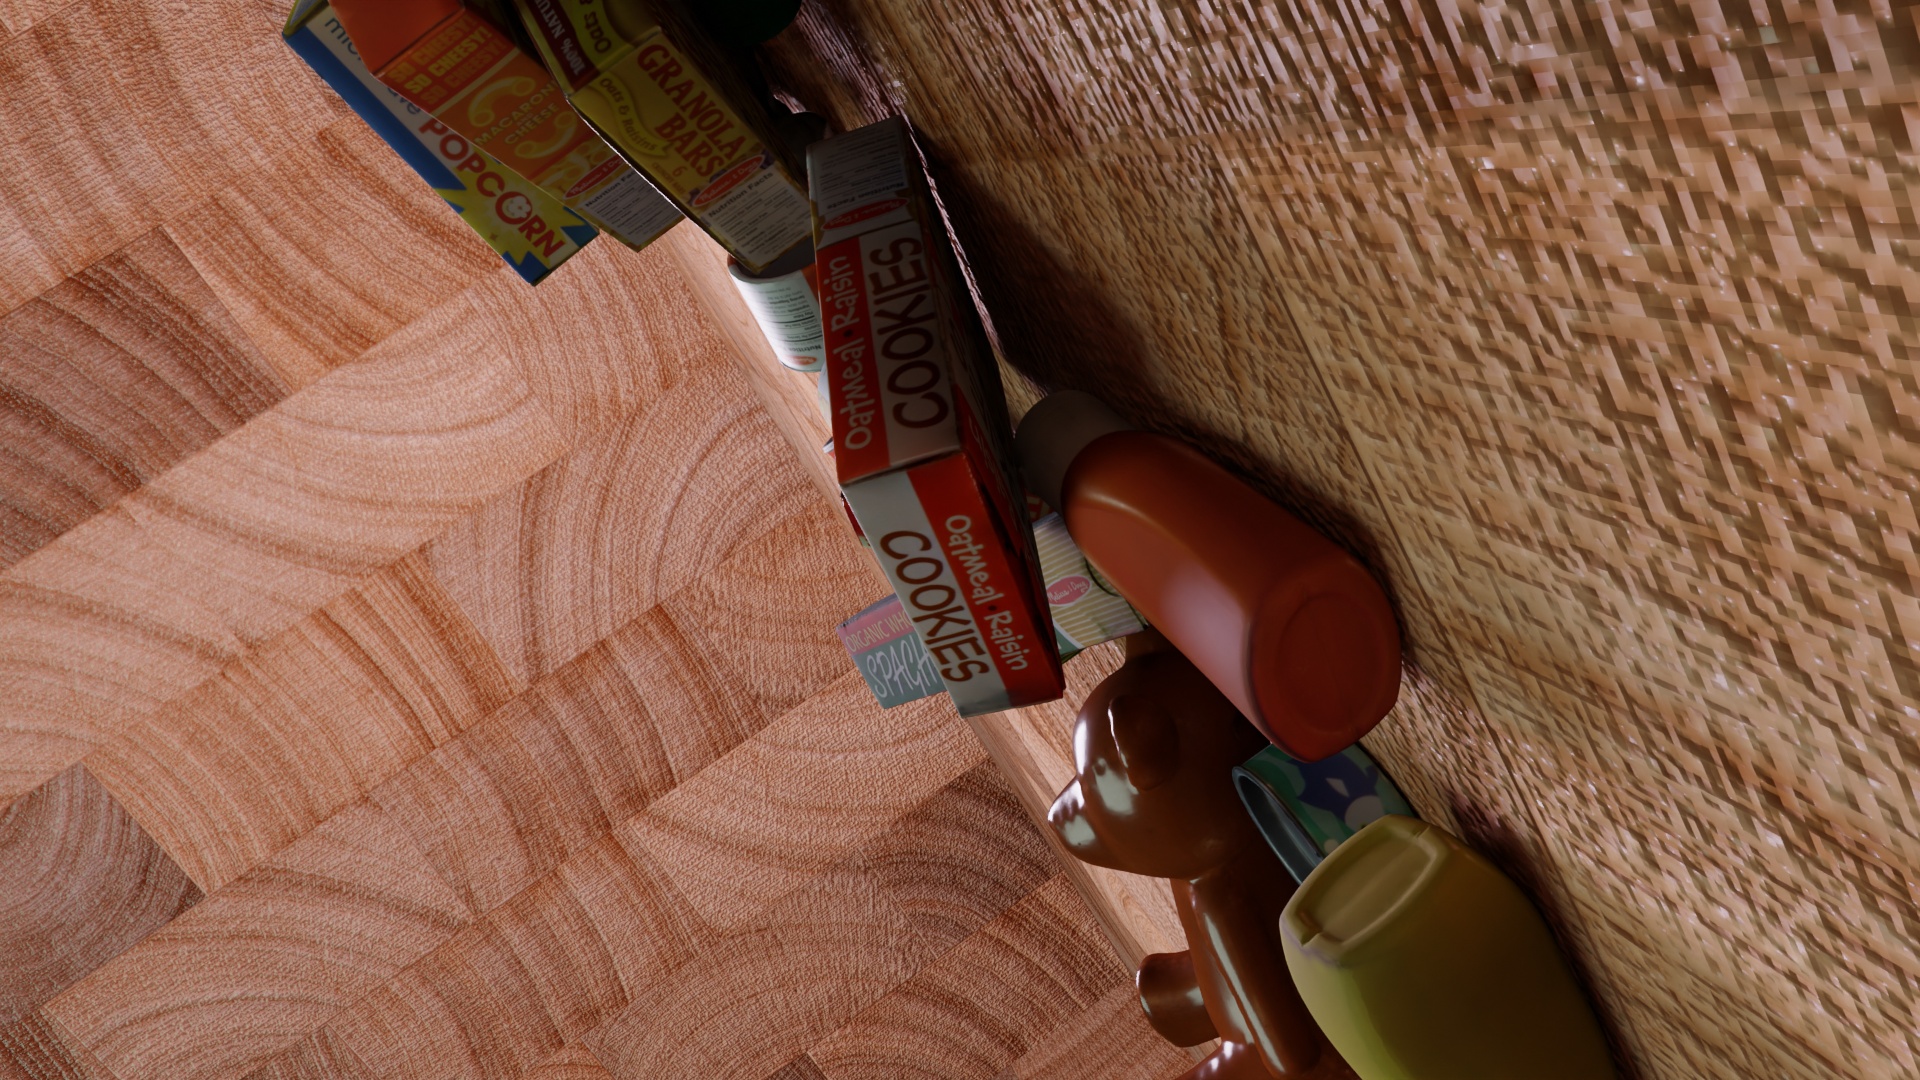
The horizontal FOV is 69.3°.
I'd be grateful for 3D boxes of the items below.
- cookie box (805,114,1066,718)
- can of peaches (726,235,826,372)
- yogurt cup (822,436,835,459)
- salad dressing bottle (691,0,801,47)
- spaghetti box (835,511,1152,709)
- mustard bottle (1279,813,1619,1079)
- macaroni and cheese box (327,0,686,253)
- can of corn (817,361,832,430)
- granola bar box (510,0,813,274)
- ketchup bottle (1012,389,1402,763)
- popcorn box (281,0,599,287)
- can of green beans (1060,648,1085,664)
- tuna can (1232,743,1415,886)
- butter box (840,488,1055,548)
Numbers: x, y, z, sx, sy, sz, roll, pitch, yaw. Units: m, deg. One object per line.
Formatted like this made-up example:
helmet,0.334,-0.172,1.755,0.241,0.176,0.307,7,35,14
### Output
cookie box,-0.008,-0.043,0.466,0.122,0.040,0.168,65,-169,-47
can of peaches,-0.071,-0.126,0.673,0.071,0.071,0.057,50,171,45
yogurt cup,-0.035,-0.054,0.777,0.054,0.072,0.072,49,175,-10
salad dressing bottle,-0.092,-0.223,0.434,0.064,0.044,0.147,61,179,32
spaghetti box,0.010,0.031,0.594,0.050,0.029,0.249,59,152,-2
mustard bottle,0.152,0.151,0.394,0.160,0.065,0.049,54,170,-19
macaroni and cheese box,-0.169,-0.187,0.500,0.124,0.040,0.166,58,-172,14
can of corn,-0.026,-0.062,0.651,0.071,0.071,0.058,61,173,-34
granola bar box,-0.120,-0.187,0.491,0.166,0.039,0.124,59,-172,23
ketchup bottle,0.061,-0.001,0.395,0.149,0.043,0.064,48,168,55
popcorn box,-0.199,-0.172,0.546,0.126,0.038,0.085,49,-169,-38
can of green beans,0.035,0.040,0.735,0.071,0.058,0.071,55,174,10
tuna can,0.123,0.094,0.453,0.071,0.033,0.071,55,174,9
butter box,0.002,-0.008,0.611,0.103,0.024,0.053,11,160,10
